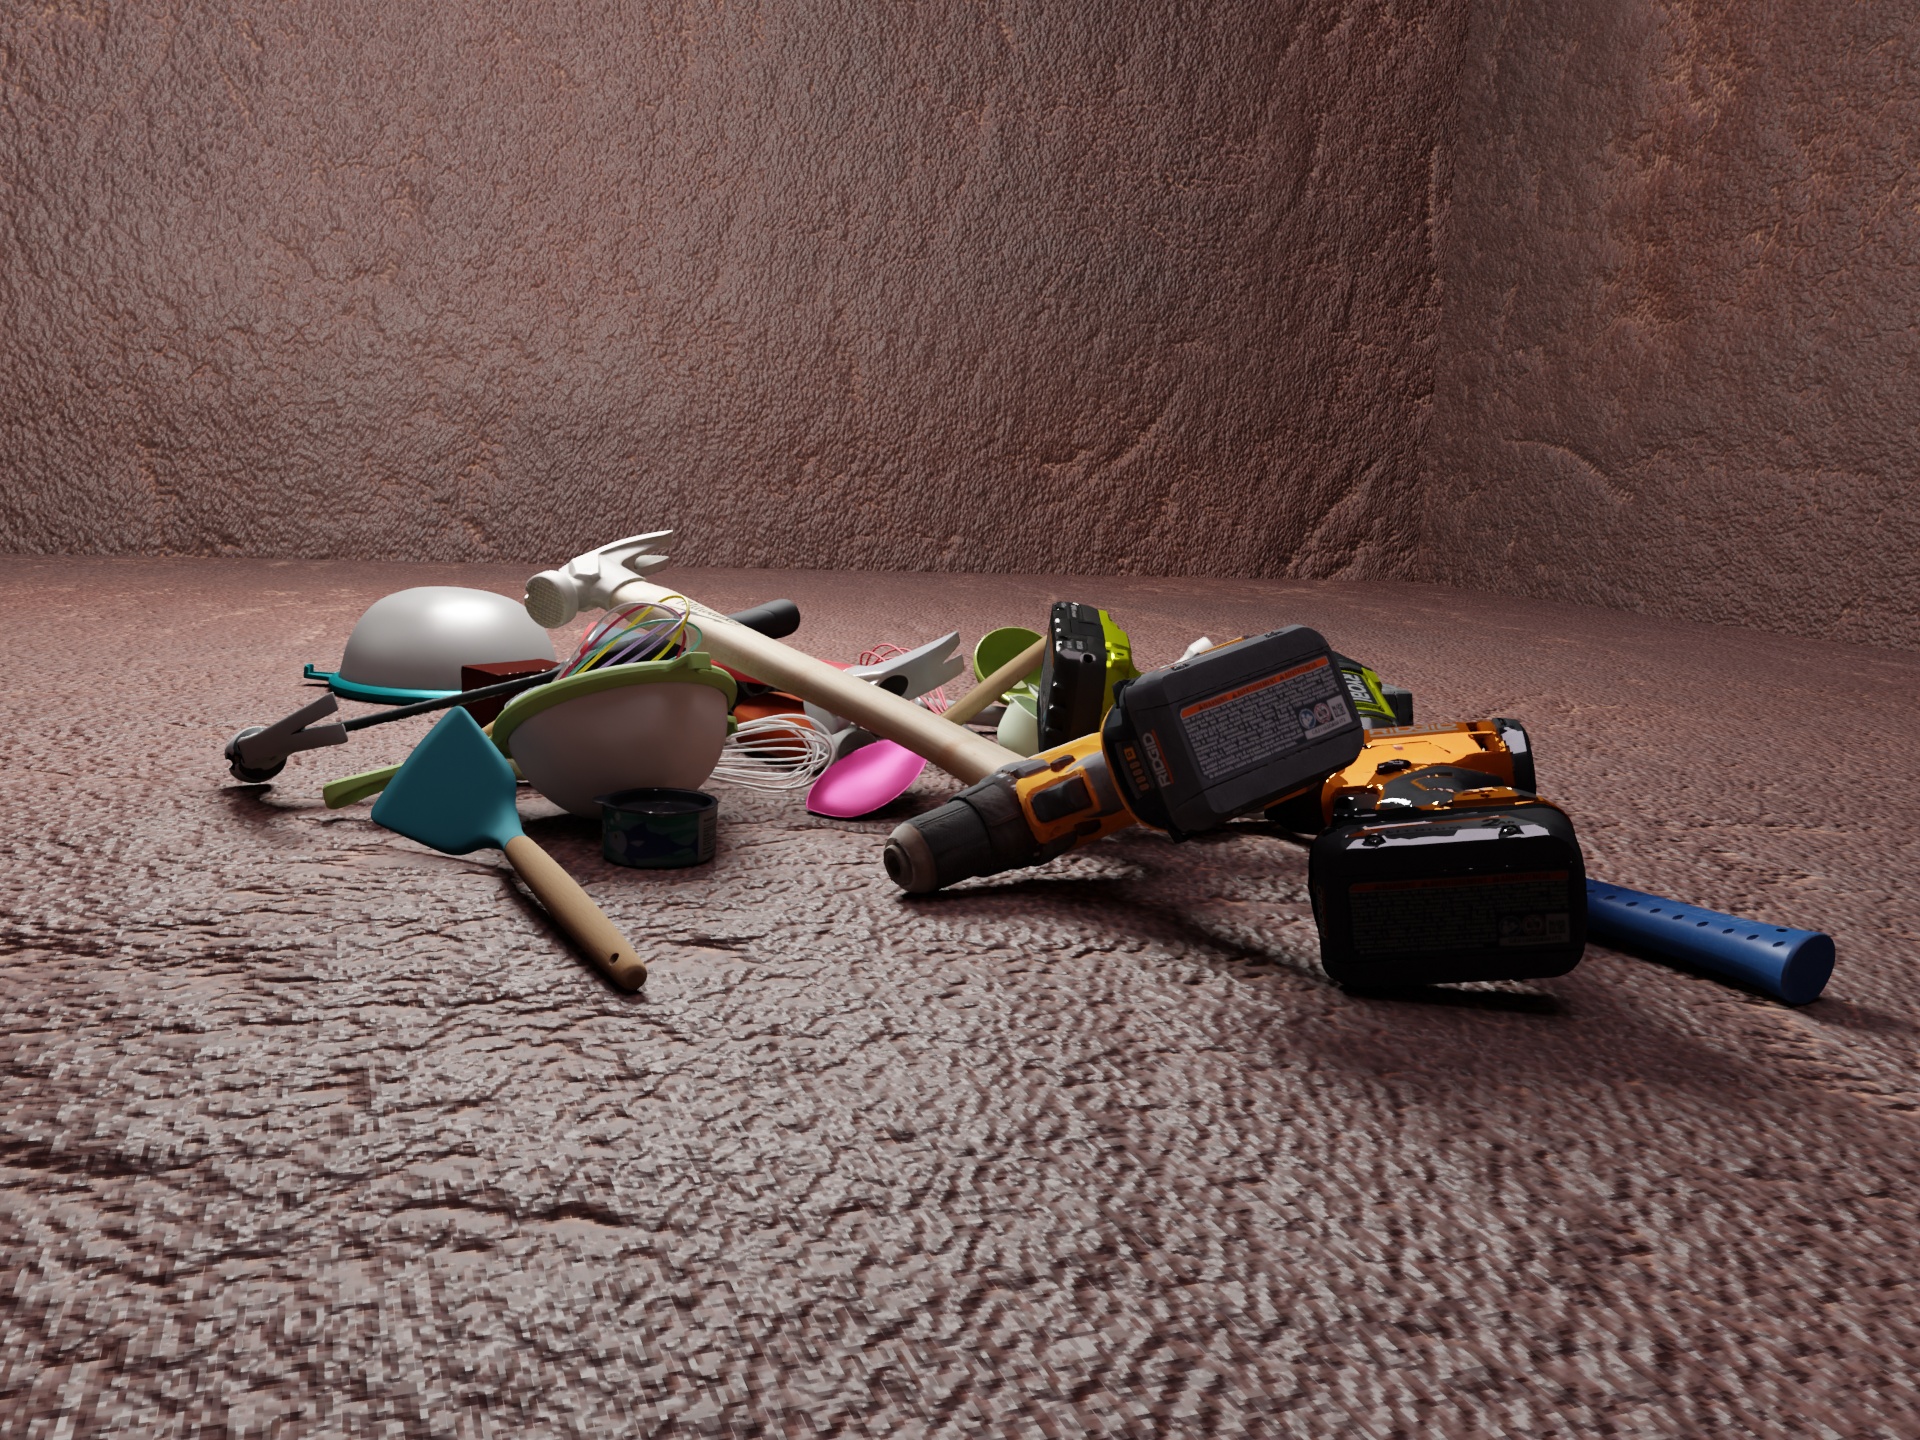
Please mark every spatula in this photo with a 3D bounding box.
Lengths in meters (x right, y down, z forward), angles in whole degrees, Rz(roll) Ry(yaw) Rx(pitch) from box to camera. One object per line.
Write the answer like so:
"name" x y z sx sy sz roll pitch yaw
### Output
"spatula" -0.227 0.069 0.809 0.044 0.082 0.318 42 -10 -33

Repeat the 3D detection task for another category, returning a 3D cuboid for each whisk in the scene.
"whisk" -0.254 -0.015 1.005 0.245 0.047 0.051 -28 -18 29
"whisk" -0.015 0.003 1.211 0.073 0.073 0.296 -2 20 -29
"whisk" -0.209 0.025 1.091 0.246 0.059 0.057 -2 -29 -3

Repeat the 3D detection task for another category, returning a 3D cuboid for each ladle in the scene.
"ladle" 0.068 -0.008 1.261 0.078 0.062 0.320 3 17 -10

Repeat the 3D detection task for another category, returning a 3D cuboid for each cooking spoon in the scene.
"cooking spoon" -0.002 -0.004 1.148 0.069 0.017 0.319 10 30 32

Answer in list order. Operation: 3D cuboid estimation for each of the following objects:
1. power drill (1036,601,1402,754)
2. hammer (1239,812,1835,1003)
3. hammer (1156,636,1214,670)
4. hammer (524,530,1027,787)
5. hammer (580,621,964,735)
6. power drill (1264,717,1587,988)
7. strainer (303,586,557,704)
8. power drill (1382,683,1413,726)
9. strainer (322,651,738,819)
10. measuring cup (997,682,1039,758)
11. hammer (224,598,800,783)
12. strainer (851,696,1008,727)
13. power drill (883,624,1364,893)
"power drill" 0.166 -0.016 1.042 0.223 0.080 0.171 8 22 -2
"hammer" 0.296 0.083 0.917 0.144 0.035 0.406 -3 11 -32
"hammer" 0.145 -0.025 1.414 0.130 0.031 0.331 -32 2 0
"hammer" -0.087 -0.027 1.071 0.411 0.038 0.146 25 29 17
"hammer" -0.173 -0.051 1.278 0.386 0.038 0.143 10 27 44
"power drill" 0.223 0.058 0.819 0.164 0.084 0.226 -5 14 11
"strainer" -0.420 -0.067 1.427 0.340 0.095 0.211 9 11 38
"power drill" 0.213 0.017 1.164 0.226 0.080 0.188 -1 7 -6
"strainer" -0.255 0.035 0.969 0.256 0.069 0.151 -15 -15 -6
"measuring cup" 0.058 0.006 1.150 0.083 0.038 0.168 27 10 -11
"hammer" -0.284 -0.032 1.106 0.409 0.036 0.149 -18 2 -38
"strainer" -0.042 -0.009 1.361 0.258 0.050 0.087 6 36 -17
"power drill" 0.074 0.032 0.827 0.185 0.084 0.226 -19 -5 -29
